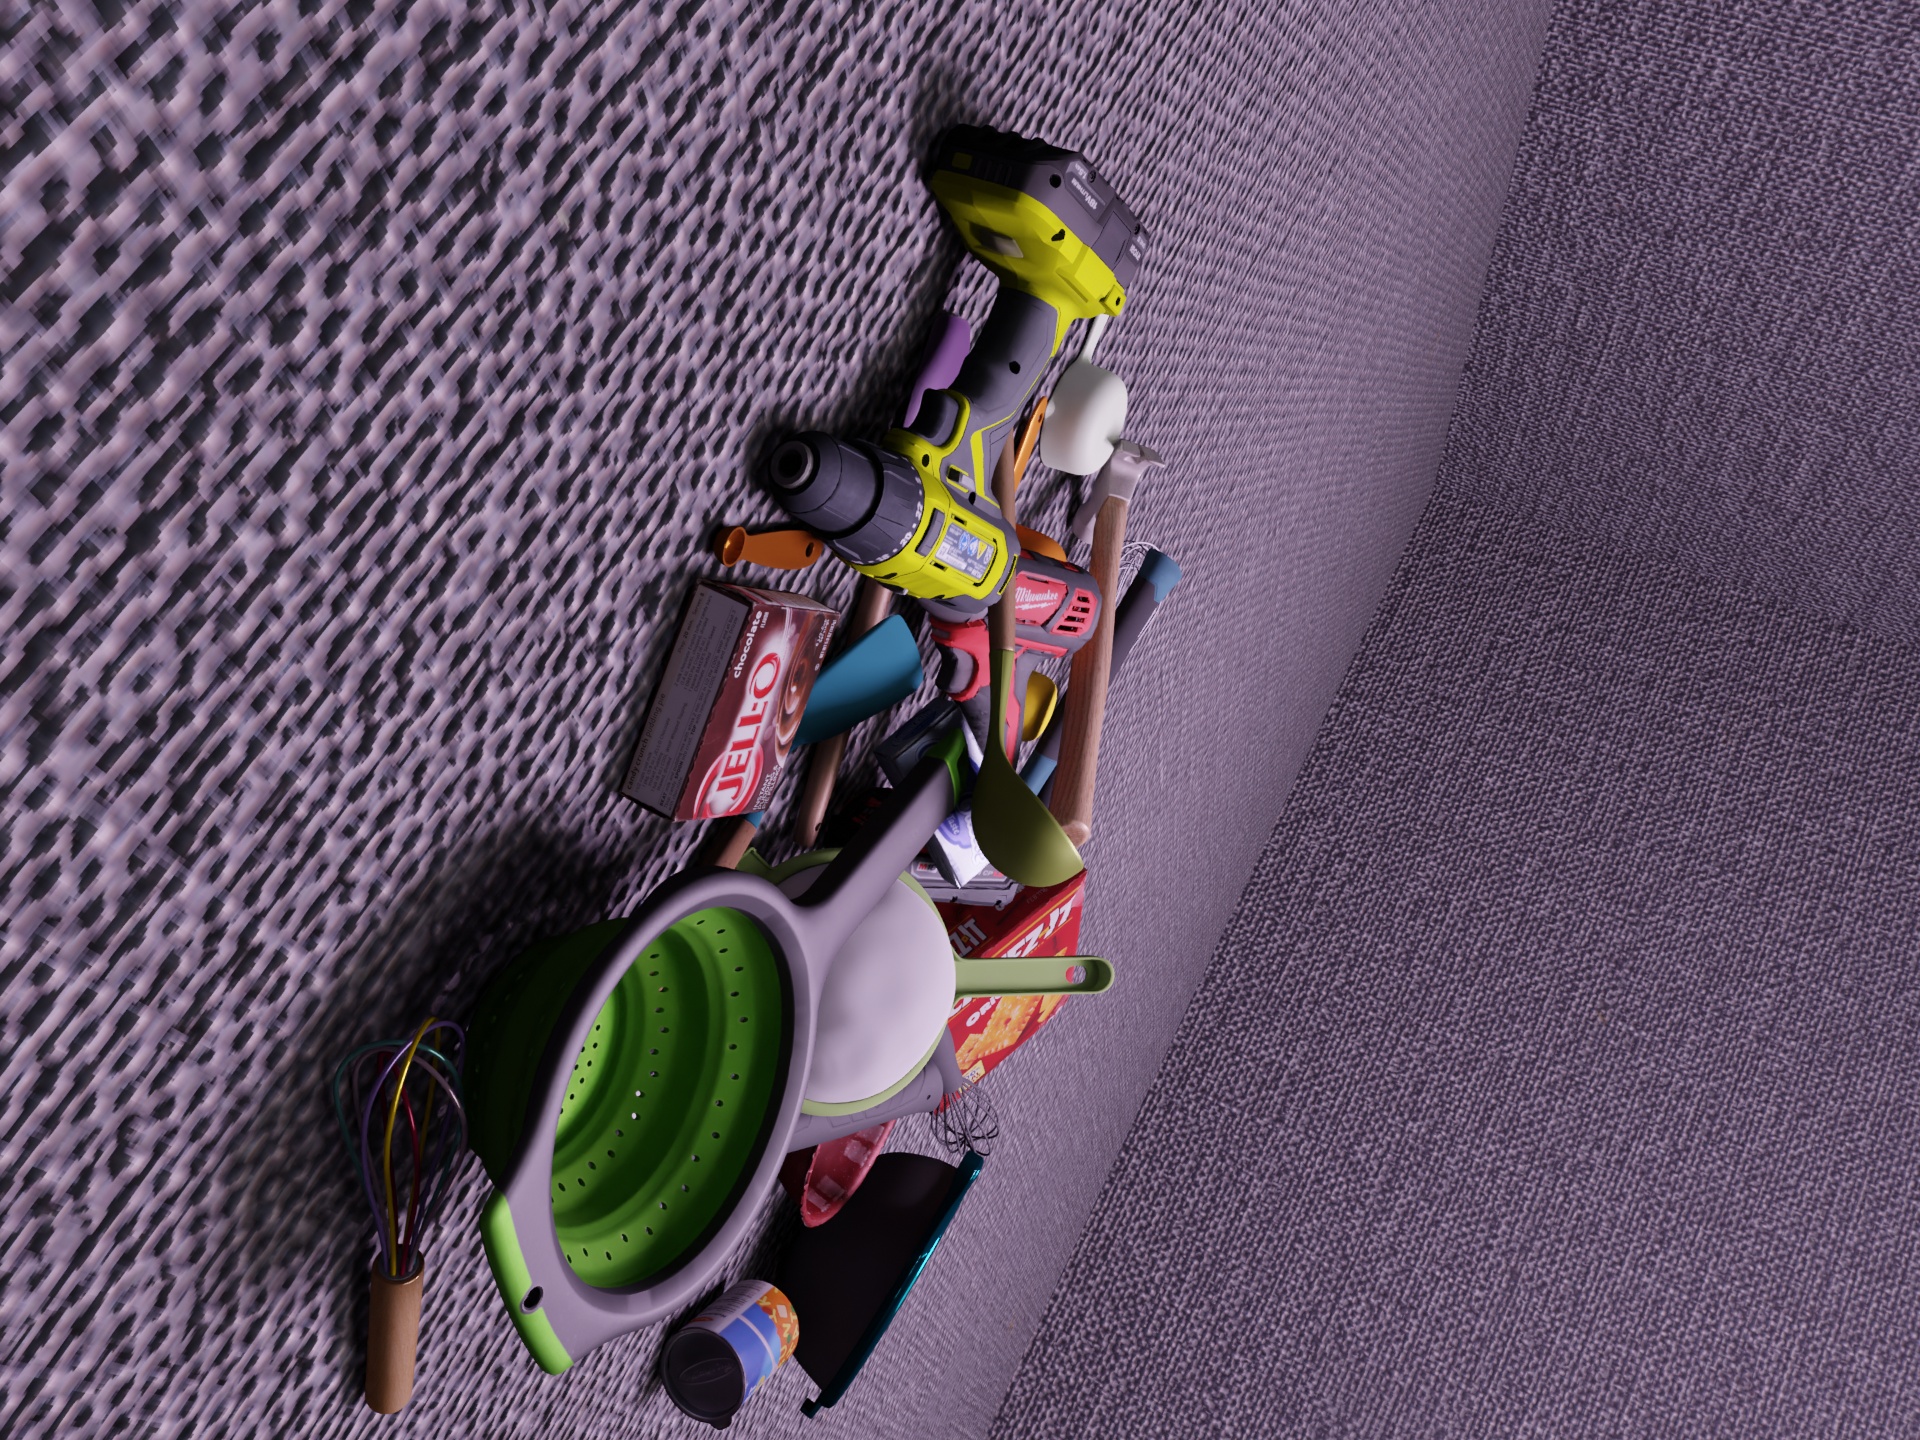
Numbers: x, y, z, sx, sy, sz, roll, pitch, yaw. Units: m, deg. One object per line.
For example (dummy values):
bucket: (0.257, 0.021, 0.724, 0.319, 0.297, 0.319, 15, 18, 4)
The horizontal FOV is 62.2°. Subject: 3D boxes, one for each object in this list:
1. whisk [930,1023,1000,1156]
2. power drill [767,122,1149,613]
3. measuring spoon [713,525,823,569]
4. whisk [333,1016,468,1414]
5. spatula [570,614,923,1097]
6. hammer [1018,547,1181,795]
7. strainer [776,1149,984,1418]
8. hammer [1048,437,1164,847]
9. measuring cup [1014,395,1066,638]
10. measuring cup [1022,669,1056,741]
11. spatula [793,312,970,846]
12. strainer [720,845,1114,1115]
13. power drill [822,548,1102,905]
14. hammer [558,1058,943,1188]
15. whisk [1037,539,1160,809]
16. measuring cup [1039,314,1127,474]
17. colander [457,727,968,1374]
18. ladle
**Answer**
whisk: (-0.008, 0.269, 1.185, 0.055, 0.055, 0.238, -58, 154, -27)
power drill: (-0.002, -0.177, 0.812, 0.190, 0.080, 0.228, 20, 95, -61)
measuring spoon: (-0.093, -0.085, 0.778, 0.117, 0.011, 0.021, -16, 126, -72)
whisk: (-0.238, 0.218, 0.668, 0.051, 0.047, 0.244, -2, 127, -27)
spatula: (-0.119, 0.079, 0.840, 0.317, 0.044, 0.082, -60, 159, -19)
hammer: (0.074, 0.015, 1.237, 0.331, 0.033, 0.128, -59, 156, 8)
strainer: (-0.065, 0.379, 1.195, 0.211, 0.095, 0.340, -53, 171, -39)
hammer: (0.092, -0.061, 1.077, 0.130, 0.031, 0.332, 116, -12, -54)
measuring cup: (0.048, -0.125, 1.056, 0.095, 0.052, 0.173, -27, 138, -63)
measuring cup: (0.040, -0.009, 1.206, 0.062, 0.029, 0.156, -70, 164, 8)
spatula: (-0.046, -0.074, 0.906, 0.059, 0.018, 0.316, -9, 119, -64)
strainer: (-0.010, 0.149, 0.905, 0.069, 0.256, 0.151, -10, -102, 62)
power drill: (-0.002, -0.003, 0.982, 0.143, 0.079, 0.219, 10, 99, -40)
hammer: (-0.114, 0.255, 0.962, 0.334, 0.035, 0.146, 2, 108, -57)
whisk: (0.106, -0.026, 1.348, 0.070, 0.070, 0.284, -38, 151, -56)
measuring cup: (0.103, -0.248, 1.090, 0.083, 0.038, 0.167, -12, 124, -69)
colander: (-0.119, 0.115, 0.774, 0.397, 0.094, 0.204, -49, 141, -45)
ladle: (0.036, -0.065, 0.911, 0.078, 0.062, 0.320, 118, -29, -81)
